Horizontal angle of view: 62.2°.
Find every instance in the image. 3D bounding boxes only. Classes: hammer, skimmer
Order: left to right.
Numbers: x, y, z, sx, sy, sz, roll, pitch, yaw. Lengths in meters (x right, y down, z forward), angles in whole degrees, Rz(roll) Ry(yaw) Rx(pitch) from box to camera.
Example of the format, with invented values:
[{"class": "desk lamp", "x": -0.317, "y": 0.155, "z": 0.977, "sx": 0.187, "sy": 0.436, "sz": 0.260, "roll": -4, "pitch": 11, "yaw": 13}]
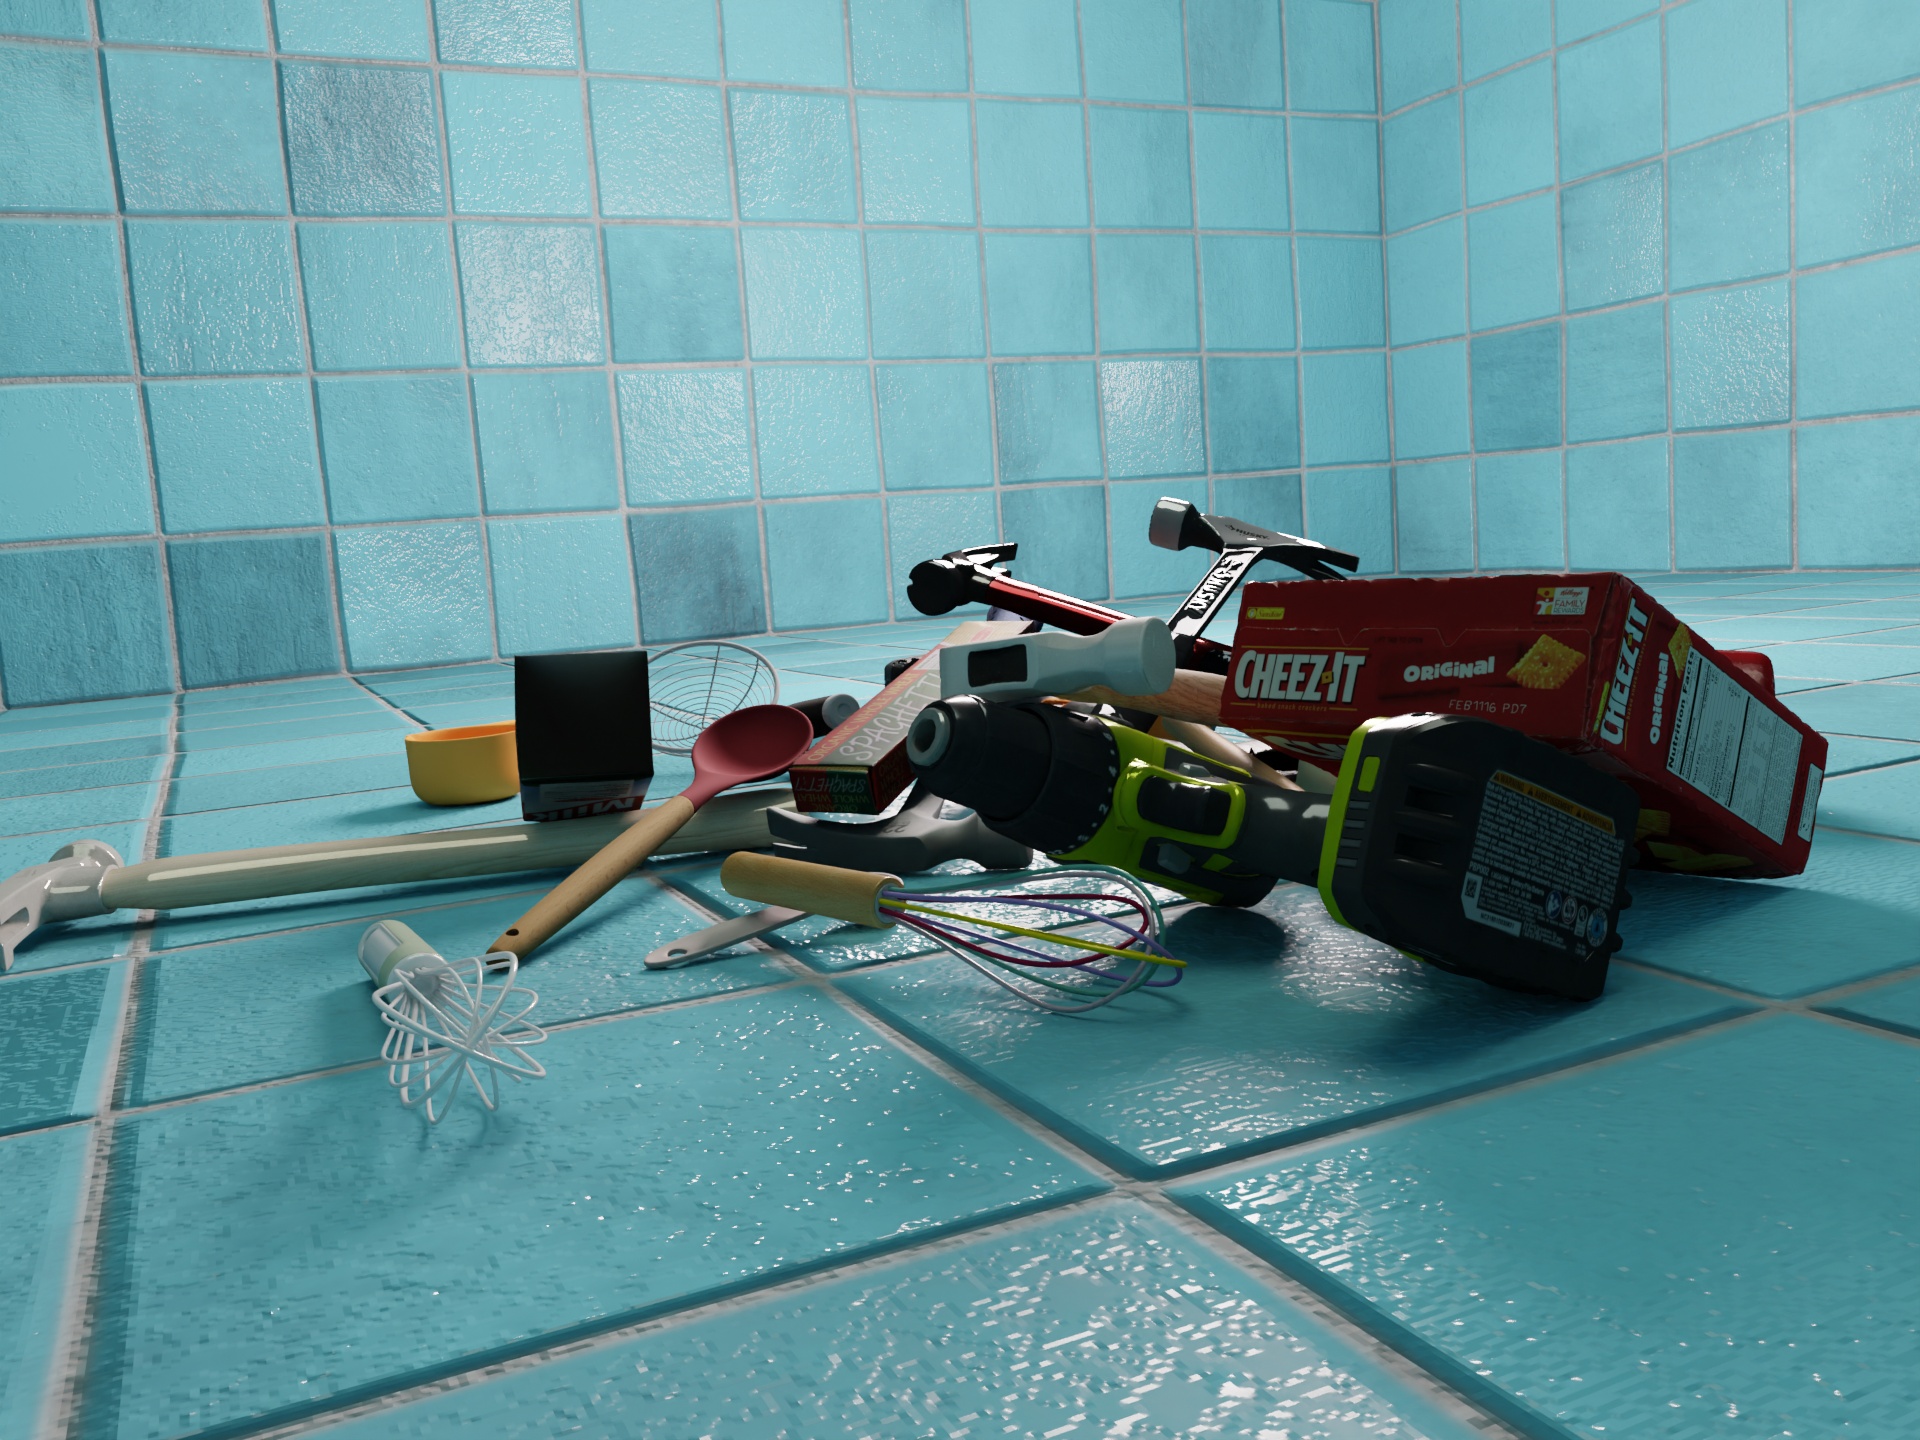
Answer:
[{"class": "hammer", "x": -0.284, "y": 0.075, "z": 0.857, "sx": 0.410, "sy": 0.038, "sz": 0.146, "roll": -5, "pitch": 8, "yaw": -14}, {"class": "skimmer", "x": -0.153, "y": -0.024, "z": 1.117, "sx": 0.127, "sy": 0.090, "sz": 0.363, "roll": -26, "pitch": 7, "yaw": -22}, {"class": "hammer", "x": -0.002, "y": -0.003, "z": 0.995, "sx": 0.144, "sy": 0.035, "sz": 0.406, "roll": -4, "pitch": 20, "yaw": 12}, {"class": "hammer", "x": 0.103, "y": -0.012, "z": 0.770, "sx": 0.130, "sy": 0.031, "sz": 0.331, "roll": -3, "pitch": -6, "yaw": 33}, {"class": "hammer", "x": 0.136, "y": -0.048, "z": 0.960, "sx": 0.149, "sy": 0.036, "sz": 0.409, "roll": 16, "pitch": 30, "yaw": 16}, {"class": "hammer", "x": 0.162, "y": -0.046, "z": 1.062, "sx": 0.386, "sy": 0.038, "sz": 0.143, "roll": 20, "pitch": 20, "yaw": 22}]

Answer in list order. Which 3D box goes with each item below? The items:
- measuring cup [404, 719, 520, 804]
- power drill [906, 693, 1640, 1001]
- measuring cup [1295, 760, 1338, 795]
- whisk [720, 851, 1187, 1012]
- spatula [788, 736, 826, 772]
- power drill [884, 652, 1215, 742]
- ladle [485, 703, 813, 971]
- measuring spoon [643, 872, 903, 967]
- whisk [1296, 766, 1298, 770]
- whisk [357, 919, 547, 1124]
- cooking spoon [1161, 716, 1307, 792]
[{"class": "measuring cup", "x": -0.359, "y": 0.029, "z": 1.224, "sx": 0.095, "sy": 0.052, "sz": 0.173, "roll": -3, "pitch": 5, "yaw": 9}, {"class": "power drill", "x": 0.107, "y": 0.036, "z": 0.592, "sx": 0.190, "sy": 0.080, "sz": 0.229, "roll": 20, "pitch": -8, "yaw": -38}, {"class": "measuring cup", "x": 0.259, "y": 0.029, "z": 0.825, "sx": 0.167, "sy": 0.038, "sz": 0.083, "roll": 7, "pitch": 36, "yaw": 19}, {"class": "whisk", "x": -0.015, "y": 0.074, "z": 0.632, "sx": 0.245, "sy": 0.051, "sz": 0.047, "roll": 5, "pitch": 20, "yaw": 43}, {"class": "spatula", "x": -0.097, "y": 0.022, "z": 1.068, "sx": 0.082, "sy": 0.044, "sz": 0.317, "roll": -14, "pitch": 1, "yaw": -2}, {"class": "power drill", "x": 0.051, "y": -0.006, "z": 1.158, "sx": 0.227, "sy": 0.084, "sz": 0.164, "roll": 6, "pitch": 14, "yaw": 40}, {"class": "ladle", "x": -0.154, "y": 0.054, "z": 0.821, "sx": 0.069, "sy": 0.031, "sz": 0.315, "roll": 5, "pitch": 20, "yaw": 16}, {"class": "measuring spoon", "x": -0.080, "y": 0.093, "z": 0.700, "sx": 0.124, "sy": 0.018, "sz": 0.034, "roll": -16, "pitch": 19, "yaw": -29}, {"class": "whisk", "x": 0.266, "y": -0.015, "z": 0.940, "sx": 0.239, "sy": 0.055, "sz": 0.055, "roll": -29, "pitch": -3, "yaw": 22}, {"class": "whisk", "x": -0.198, "y": 0.099, "z": 0.585, "sx": 0.059, "sy": 0.058, "sz": 0.246, "roll": 31, "pitch": -13, "yaw": -23}, {"class": "cooking spoon", "x": 0.165, "y": 0.040, "z": 0.792, "sx": 0.068, "sy": 0.017, "sz": 0.319, "roll": -7, "pitch": 17, "yaw": -13}]
